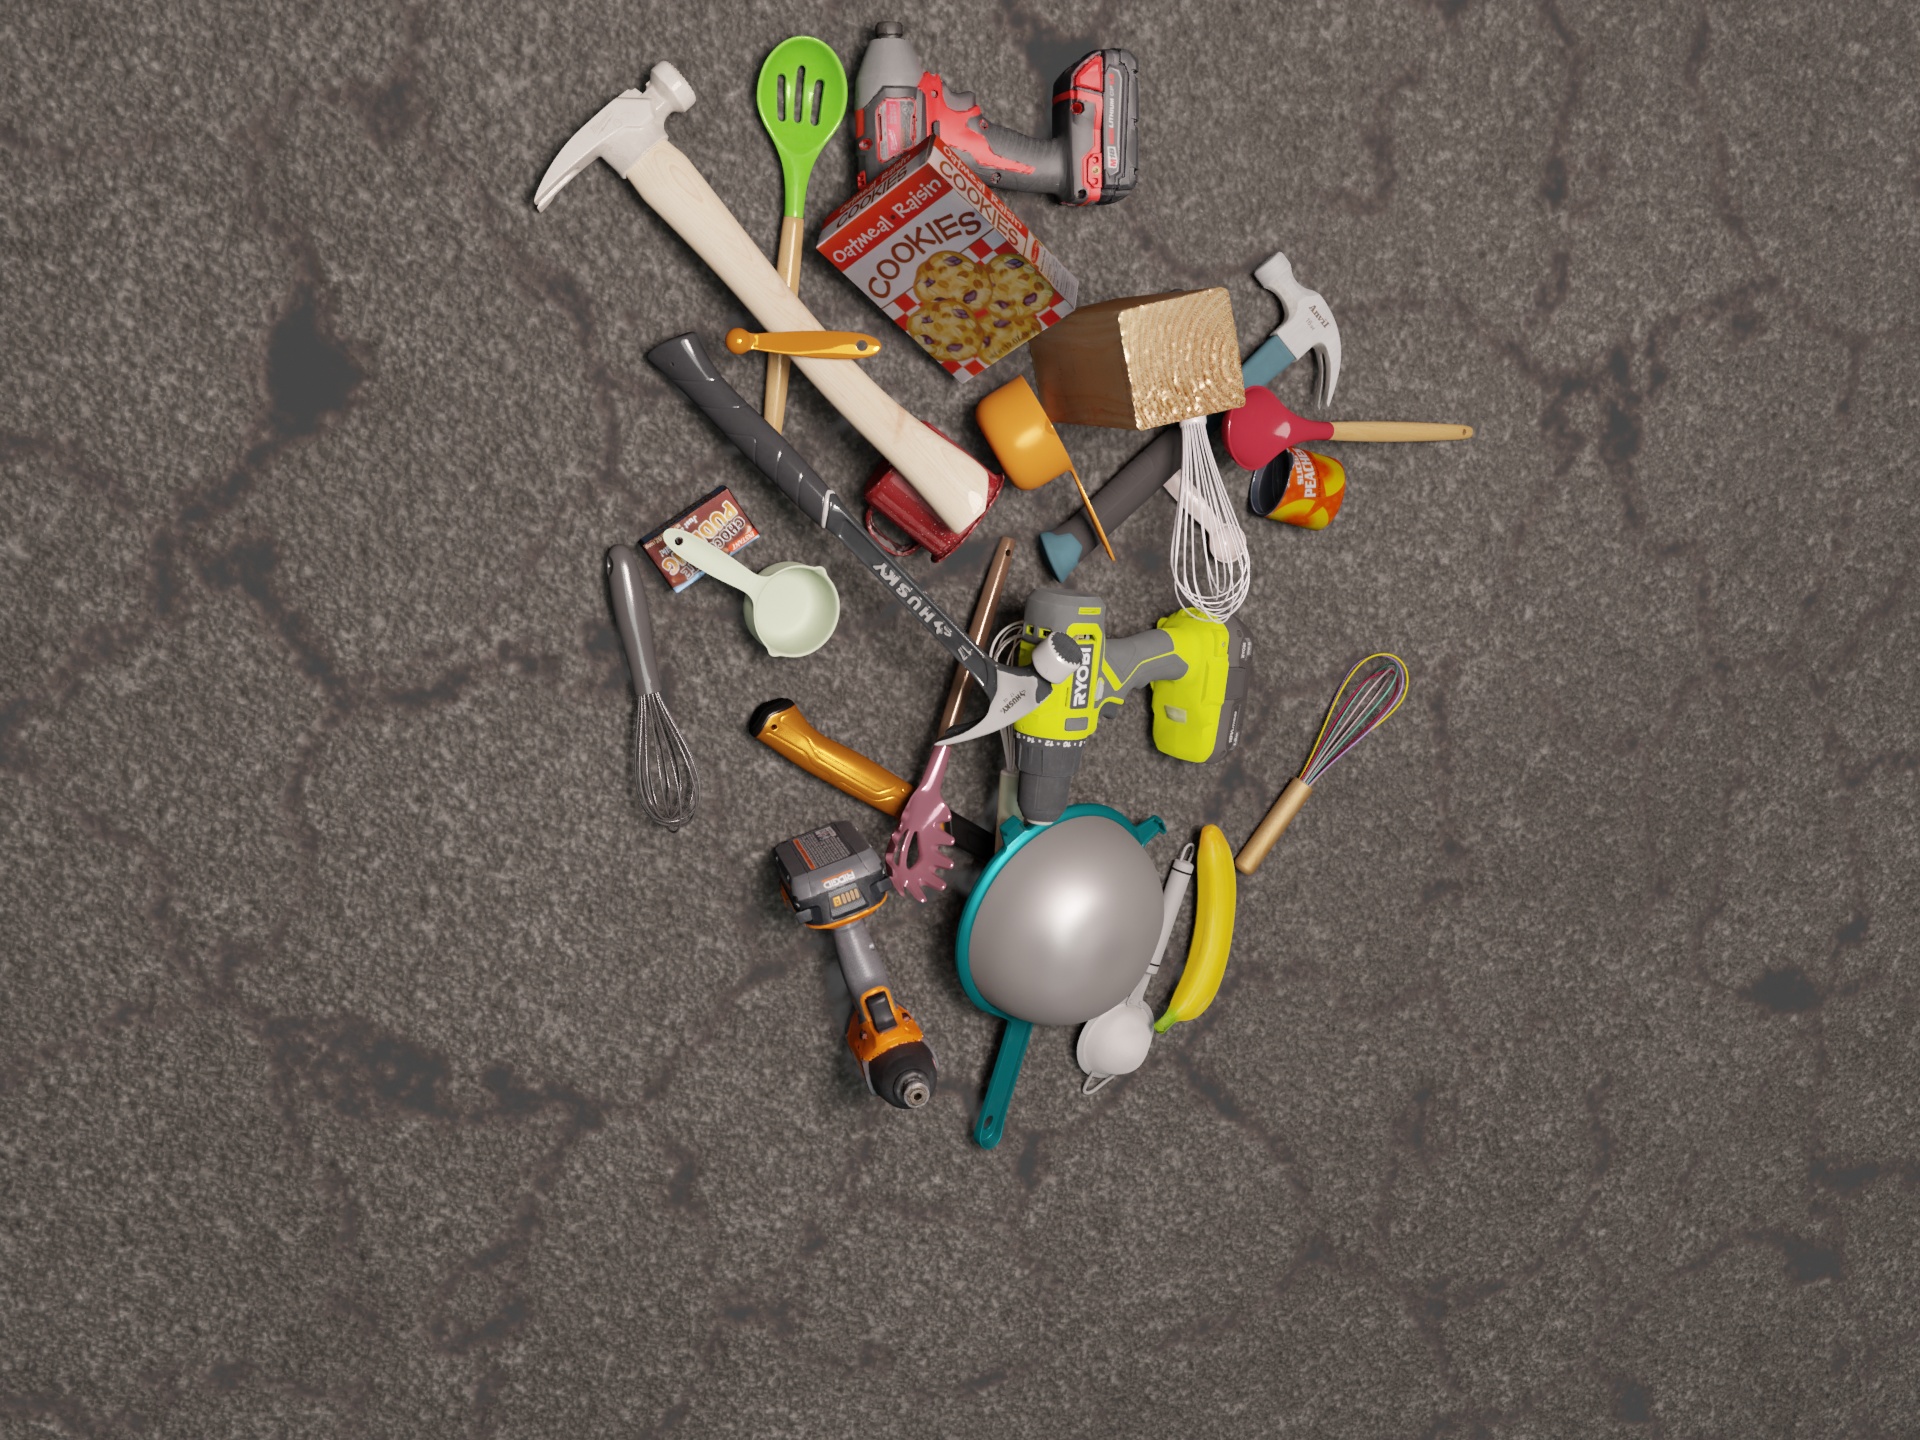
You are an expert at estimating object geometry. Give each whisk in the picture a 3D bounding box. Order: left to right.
[{"bbox_3d":[-0.252,-0.024,1.283,0.055,0.055,0.239,-13,102,-13],"label":"whisk"},{"bbox_3d":[0.047,0.036,1.353,0.059,0.058,0.246,2,103,-8],"label":"whisk"},{"bbox_3d":[0.195,-0.220,1.316,0.070,0.070,0.285,-5,84,-15],"label":"whisk"},{"bbox_3d":[0.335,0.043,1.473,0.047,0.051,0.245,33,94,-26],"label":"whisk"}]

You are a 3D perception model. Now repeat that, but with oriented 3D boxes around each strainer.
[{"bbox_3d":[0.088,0.243,1.385,0.211,0.095,0.340,3,110,-41],"label":"strainer"},{"bbox_3d":[0.171,0.235,1.470,0.086,0.050,0.258,16,94,-35],"label":"strainer"}]

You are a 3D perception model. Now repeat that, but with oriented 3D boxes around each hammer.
[{"bbox_3d":[-0.137,-0.297,1.210,0.146,0.038,0.410,-43,96,-2],"label":"hammer"},{"bbox_3d":[-0.092,-0.148,1.245,0.409,0.036,0.149,45,128,-2],"label":"hammer"},{"bbox_3d":[-0.039,0.085,1.376,0.336,0.034,0.127,32,91,-20],"label":"hammer"},{"bbox_3d":[0.193,-0.244,1.365,0.331,0.033,0.128,-43,100,-2],"label":"hammer"}]

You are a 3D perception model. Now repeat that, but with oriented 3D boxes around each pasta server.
[{"bbox_3d":[-0.002,-0.004,1.340,0.060,0.040,0.316,20,86,-33],"label":"pasta server"}]

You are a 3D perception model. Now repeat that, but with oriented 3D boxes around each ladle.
[{"bbox_3d":[0.337,-0.251,1.372,0.315,0.031,0.069,-6,105,-34],"label":"ladle"}]

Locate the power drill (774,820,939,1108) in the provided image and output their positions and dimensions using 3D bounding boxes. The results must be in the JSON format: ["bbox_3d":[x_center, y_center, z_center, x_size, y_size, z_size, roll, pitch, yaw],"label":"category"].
[{"bbox_3d":[-0.078,0.211,1.325,0.084,0.164,0.226,-20,105,-11],"label":"power drill"}]

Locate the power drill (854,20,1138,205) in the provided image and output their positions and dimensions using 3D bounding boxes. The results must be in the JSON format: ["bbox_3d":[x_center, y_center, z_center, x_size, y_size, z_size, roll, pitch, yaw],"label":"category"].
[{"bbox_3d":[0.024,-0.472,1.250,0.219,0.079,0.143,-5,104,-12],"label":"power drill"}]

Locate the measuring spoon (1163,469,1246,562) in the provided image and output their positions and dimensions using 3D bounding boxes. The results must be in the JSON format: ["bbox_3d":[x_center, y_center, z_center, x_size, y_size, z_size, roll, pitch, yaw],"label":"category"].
[{"bbox_3d":[0.205,-0.189,1.400,0.034,0.018,0.124,-43,103,-2],"label":"measuring spoon"}]

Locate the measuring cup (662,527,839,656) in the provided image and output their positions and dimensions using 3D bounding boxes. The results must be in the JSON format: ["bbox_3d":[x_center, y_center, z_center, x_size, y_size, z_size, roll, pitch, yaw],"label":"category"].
[{"bbox_3d":[-0.173,-0.112,1.274,0.167,0.038,0.083,31,88,-32],"label":"measuring cup"}]

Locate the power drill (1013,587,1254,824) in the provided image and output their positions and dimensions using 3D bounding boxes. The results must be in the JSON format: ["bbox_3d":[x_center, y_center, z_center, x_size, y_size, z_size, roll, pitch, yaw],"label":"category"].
[{"bbox_3d":[0.137,-0.014,1.338,0.228,0.080,0.190,-4,104,-39],"label":"power drill"}]

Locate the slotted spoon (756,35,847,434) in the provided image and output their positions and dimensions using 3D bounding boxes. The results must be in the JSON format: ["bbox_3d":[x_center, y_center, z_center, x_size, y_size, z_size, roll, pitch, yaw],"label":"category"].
[{"bbox_3d":[-0.136,-0.369,1.250,0.070,0.031,0.313,3,103,-17],"label":"slotted spoon"}]

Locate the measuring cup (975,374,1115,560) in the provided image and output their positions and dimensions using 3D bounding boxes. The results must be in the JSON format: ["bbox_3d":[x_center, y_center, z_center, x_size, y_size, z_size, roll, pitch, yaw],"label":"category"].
[{"bbox_3d":[0.069,-0.197,1.312,0.052,0.095,0.173,-28,105,5],"label":"measuring cup"}]

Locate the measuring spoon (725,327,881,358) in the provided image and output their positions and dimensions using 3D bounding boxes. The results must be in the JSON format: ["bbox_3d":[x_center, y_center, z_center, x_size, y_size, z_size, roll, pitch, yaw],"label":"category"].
[{"bbox_3d":[-0.117,-0.282,1.189,0.117,0.011,0.021,1,94,-5],"label":"measuring spoon"}]
